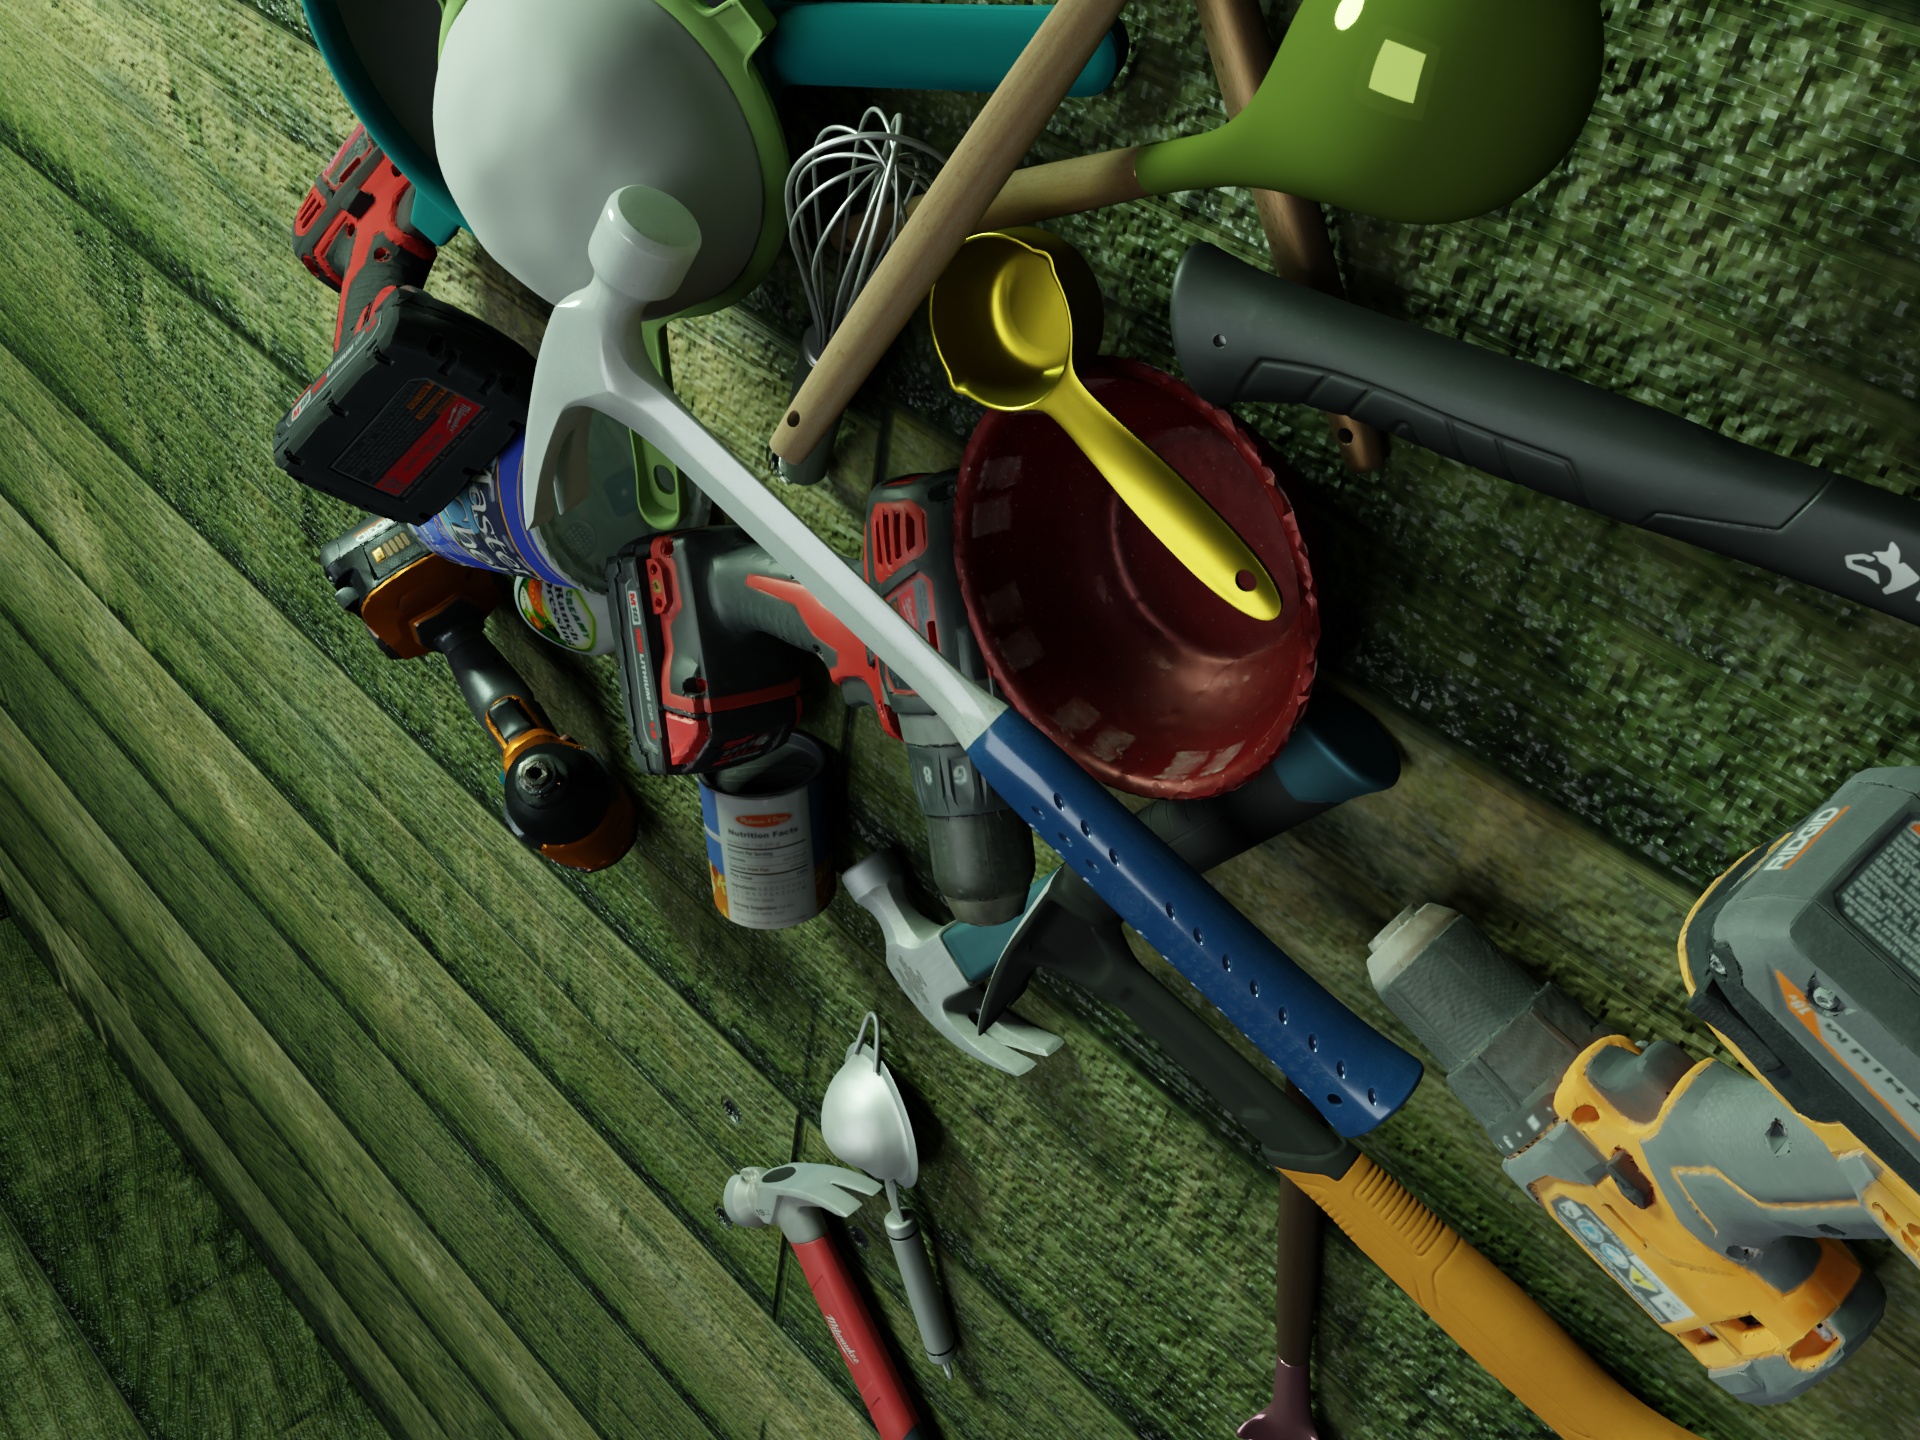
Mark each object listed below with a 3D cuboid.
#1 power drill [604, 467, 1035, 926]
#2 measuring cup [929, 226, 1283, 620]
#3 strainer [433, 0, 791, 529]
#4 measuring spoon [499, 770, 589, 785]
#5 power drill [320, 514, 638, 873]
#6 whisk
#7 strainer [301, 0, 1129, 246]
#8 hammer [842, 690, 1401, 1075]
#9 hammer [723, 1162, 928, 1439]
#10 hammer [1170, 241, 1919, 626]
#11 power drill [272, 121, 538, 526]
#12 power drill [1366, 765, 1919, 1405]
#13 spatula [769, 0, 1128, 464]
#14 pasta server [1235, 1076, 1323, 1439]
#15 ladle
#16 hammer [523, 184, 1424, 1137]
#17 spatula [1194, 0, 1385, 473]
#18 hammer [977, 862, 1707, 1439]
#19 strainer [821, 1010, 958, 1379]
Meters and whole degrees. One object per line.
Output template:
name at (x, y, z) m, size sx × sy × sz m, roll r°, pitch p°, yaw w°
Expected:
power drill at (-0.055, -0.010, 0.708) m, size 0.227 × 0.080 × 0.188 m, roll 1°, pitch 102°, yaw 45°
measuring cup at (0.053, -0.095, 0.510) m, size 0.156 × 0.029 × 0.062 m, roll 48°, pitch 135°, yaw 6°
strainer at (-0.143, -0.165, 0.623) m, size 0.151 × 0.069 × 0.256 m, roll 17°, pitch 138°, yaw 16°
measuring spoon at (-0.280, 0.048, 1.057) m, size 0.129 × 0.021 × 0.042 m, roll 5°, pitch 116°, yaw 46°
power drill at (-0.273, -0.019, 0.923) m, size 0.226 × 0.084 × 0.164 m, roll 54°, pitch 170°, yaw 9°
whisk at (-0.047, -0.148, 0.612) m, size 0.246 × 0.059 × 0.058 m, roll 127°, pitch 145°, yaw -70°
strainer at (-0.090, -0.275, 0.604) m, size 0.340 × 0.095 × 0.210 m, roll 11°, pitch 137°, yaw 20°
hammer at (0.058, 0.067, 0.680) m, size 0.128 × 0.033 × 0.331 m, roll 58°, pitch 142°, yaw 5°
hammer at (-0.027, 0.460, 1.015) m, size 0.143 × 0.038 × 0.386 m, roll -18°, pitch 99°, yaw 50°
hammer at (0.202, -0.061, 0.406) m, size 0.335 × 0.035 × 0.146 m, roll 28°, pitch 132°, yaw 25°
power drill at (-0.267, -0.217, 0.772) m, size 0.143 × 0.078 × 0.220 m, roll -36°, pitch 51°, yaw 28°
power drill at (0.216, 0.098, 0.457) m, size 0.185 × 0.084 × 0.226 m, roll 47°, pitch 159°, yaw 19°
spatula at (0.035, -0.198, 0.456) m, size 0.060 × 0.018 × 0.316 m, roll 50°, pitch 115°, yaw 21°
pasta server at (0.145, 0.265, 0.702) m, size 0.060 × 0.040 × 0.316 m, roll 14°, pitch 122°, yaw 32°
ladle at (0.050, -0.177, 0.498) m, size 0.078 × 0.062 × 0.320 m, roll 47°, pitch 162°, yaw -30°
hammer at (-0.001, -0.002, 0.573) m, size 0.405 × 0.035 × 0.144 m, roll 44°, pitch 133°, yaw 2°
spatula at (0.085, -0.228, 0.479) m, size 0.082 × 0.044 × 0.317 m, roll -1°, pitch 116°, yaw 48°
hammer at (0.151, 0.189, 0.619) m, size 0.337 × 0.034 × 0.127 m, roll 41°, pitch 137°, yaw 13°
strainer at (-0.037, 0.286, 0.920) m, size 0.087 × 0.050 × 0.258 m, roll 25°, pitch 135°, yaw 58°
